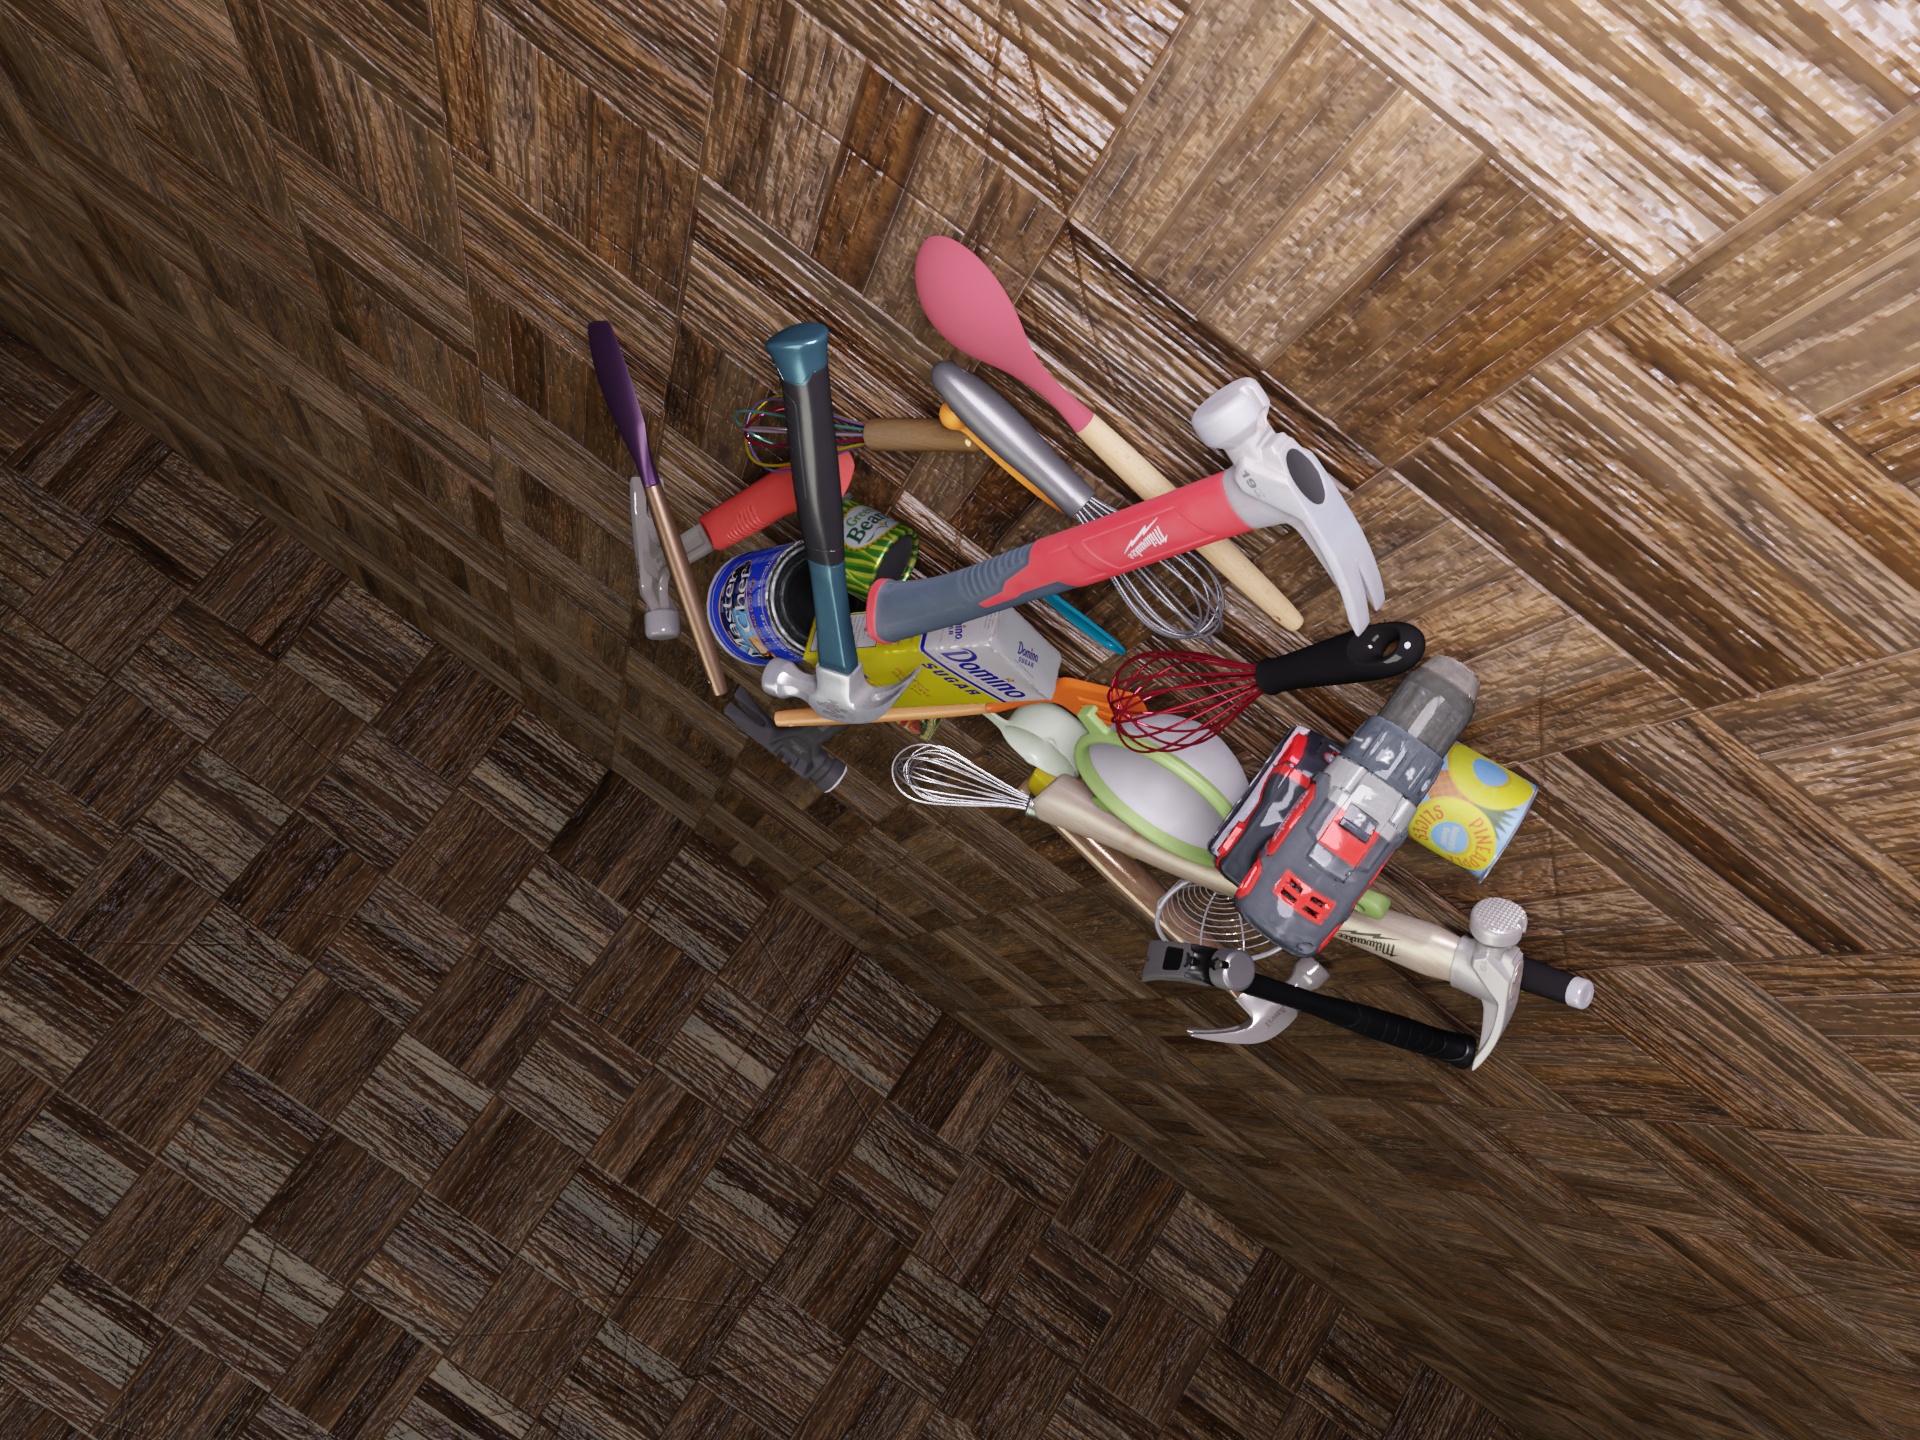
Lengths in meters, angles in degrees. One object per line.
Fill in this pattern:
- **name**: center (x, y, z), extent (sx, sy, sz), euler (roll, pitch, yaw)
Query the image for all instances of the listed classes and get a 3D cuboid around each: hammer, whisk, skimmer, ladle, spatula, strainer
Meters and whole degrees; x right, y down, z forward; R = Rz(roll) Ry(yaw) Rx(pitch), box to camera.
- **hammer**: center (0.234, 0.137, 1.247), extent (0.411, 0.038, 0.146), euler (21, 133, 32)
- **whisk**: center (0.183, -0.024, 1.003), extent (0.073, 0.073, 0.296), euler (41, 156, -17)
- **skimmer**: center (0.315, 0.188, 1.265), extent (0.363, 0.090, 0.127), euler (15, 151, 49)
- **whisk**: center (-0.072, -0.197, 1.069), extent (0.245, 0.047, 0.051), euler (11, 149, 45)
- **ladle**: center (0.088, -0.152, 0.902), extent (0.315, 0.031, 0.069), euler (40, 162, -20)
- **hammer**: center (0.305, 0.241, 1.338), extent (0.334, 0.035, 0.146), euler (20, 167, -26)
- **whisk**: center (0.055, 0.074, 1.452), extent (0.246, 0.059, 0.058), euler (17, -159, 3)
- **hammer**: center (-0.096, -0.124, 1.096), extent (0.128, 0.033, 0.330), euler (19, 138, 21)
- **spatula**: center (-0.002, -0.004, 1.292), extent (0.322, 0.041, 0.080), euler (-4, 148, 17)
- **spatula**: center (-0.242, -0.166, 1.284), extent (0.060, 0.018, 0.315), euler (11, 123, 53)
- **hammer**: center (-0.082, -0.031, 1.360), extent (0.127, 0.034, 0.337), euler (40, 144, -14)
- **whisk**: center (0.071, -0.130, 0.958), extent (0.239, 0.055, 0.055), euler (42, 162, -8)
- **hammer**: center (-0.187, -0.170, 1.290), extent (0.036, 0.149, 0.359), euler (-2, 173, -33)
- **strainer**: center (0.206, 0.061, 1.168), extent (0.256, 0.069, 0.151), euler (28, 158, 24)
- **hammer**: center (0.179, 0.170, 1.479), extent (0.331, 0.130, 0.031), euler (43, 179, 3)
- **hammer**: center (0.069, -0.082, 0.945), extent (0.143, 0.038, 0.386), euler (52, 147, -17)

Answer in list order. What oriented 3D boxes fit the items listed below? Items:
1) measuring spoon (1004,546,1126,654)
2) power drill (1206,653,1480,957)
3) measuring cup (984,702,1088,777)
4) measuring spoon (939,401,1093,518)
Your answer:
- **measuring spoon**: center (0.078, -0.086, 1.122), extent (0.128, 0.021, 0.042), euler (35, 165, -33)
- **power drill**: center (0.232, 0.047, 0.971), extent (0.080, 0.188, 0.226), euler (35, -178, 4)
- **measuring cup**: center (0.040, -0.014, 1.343), extent (0.167, 0.038, 0.083), euler (38, 163, 0)
- **measuring spoon**: center (0.035, -0.158, 0.978), extent (0.116, 0.021, 0.011), euler (35, -155, -15)
